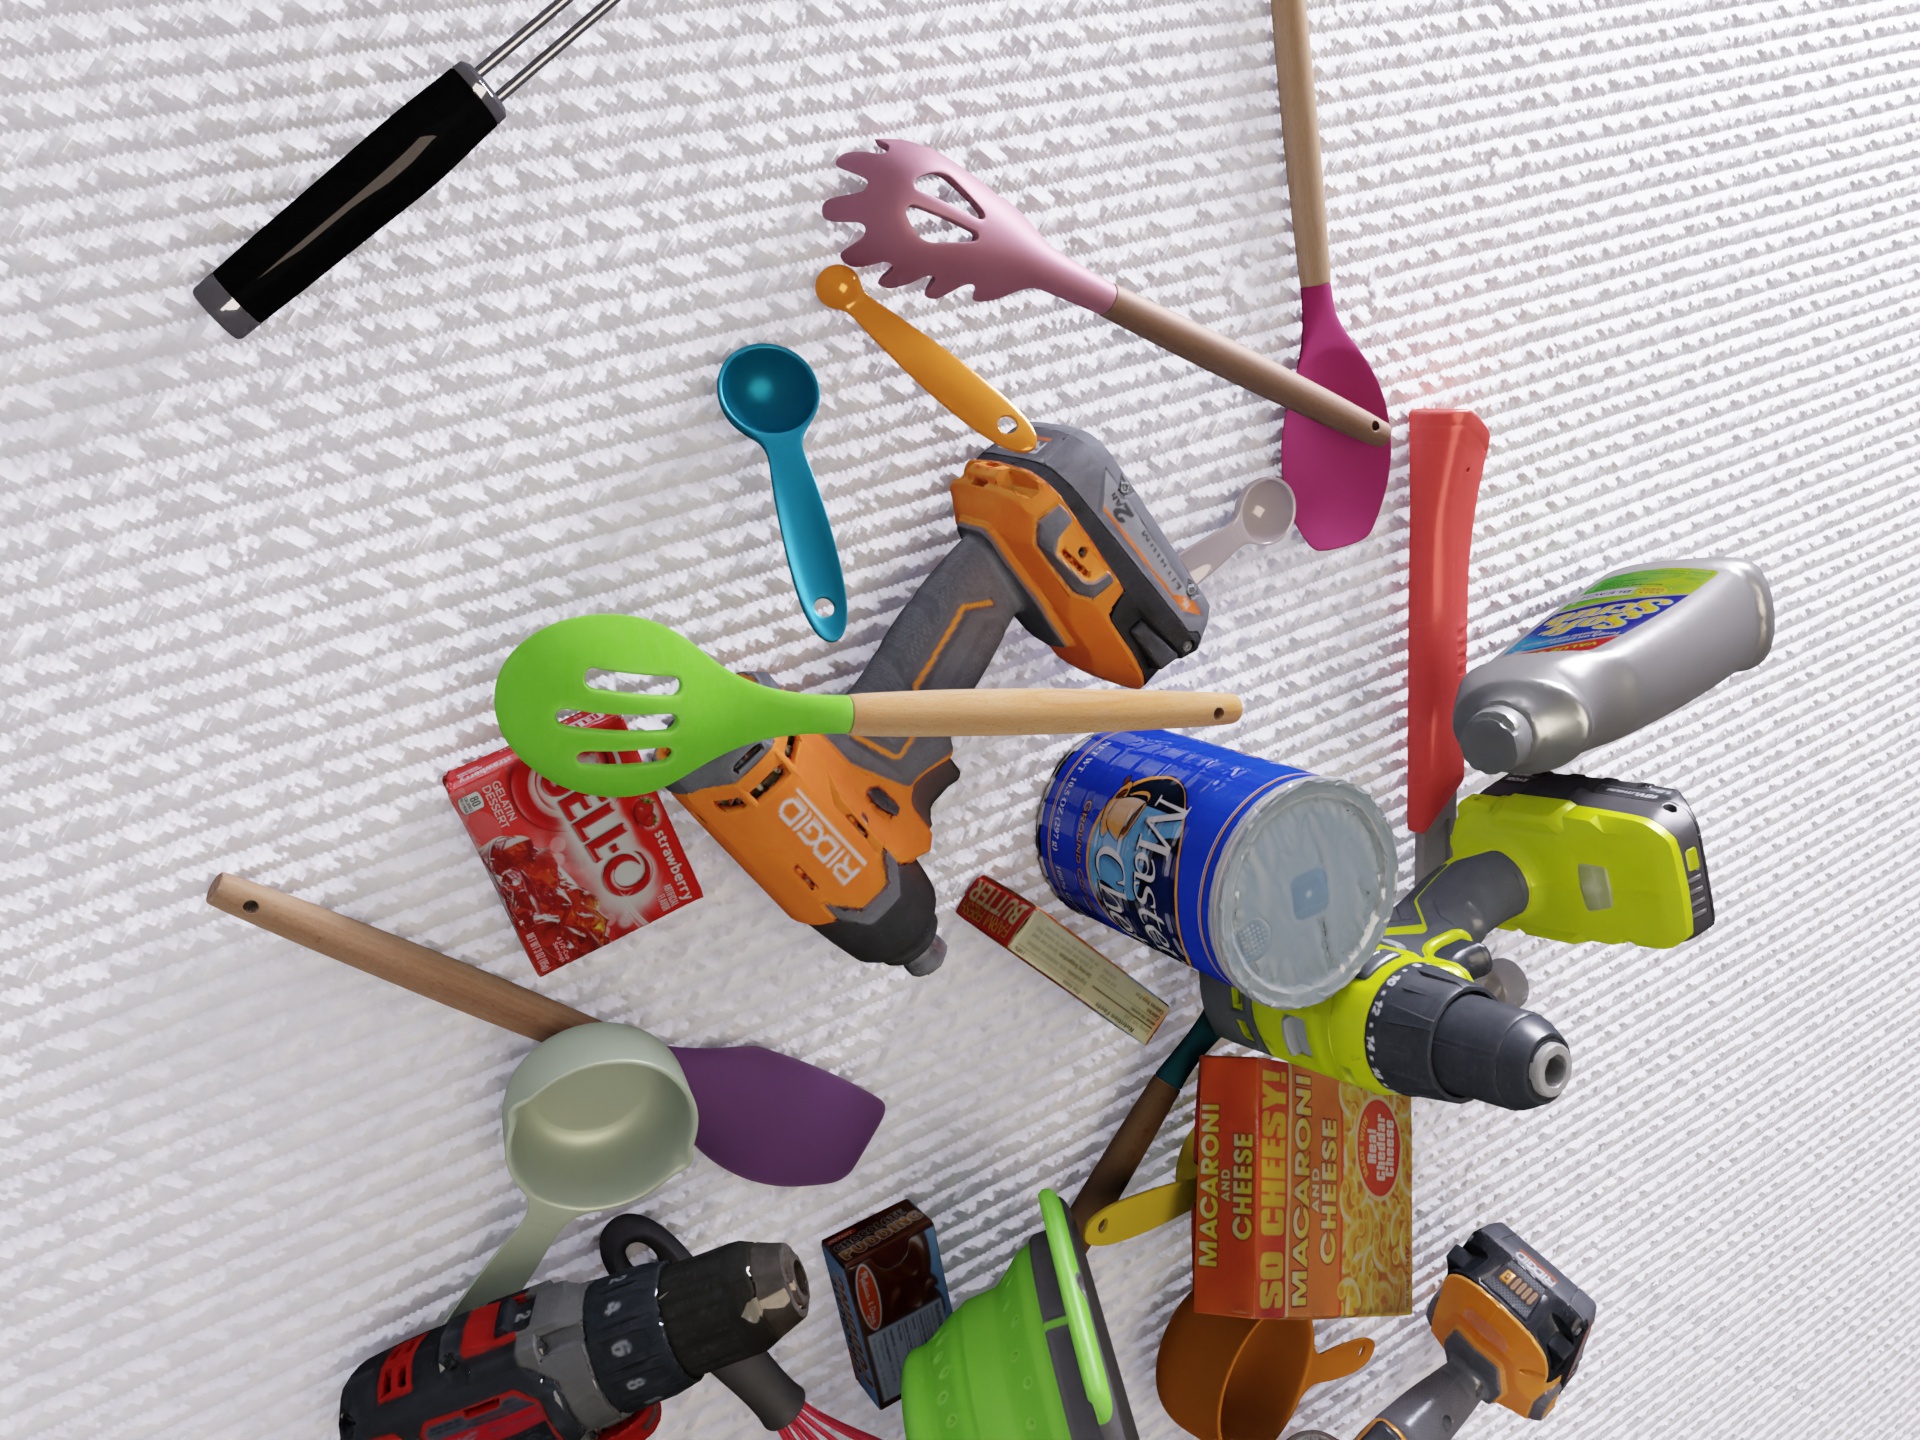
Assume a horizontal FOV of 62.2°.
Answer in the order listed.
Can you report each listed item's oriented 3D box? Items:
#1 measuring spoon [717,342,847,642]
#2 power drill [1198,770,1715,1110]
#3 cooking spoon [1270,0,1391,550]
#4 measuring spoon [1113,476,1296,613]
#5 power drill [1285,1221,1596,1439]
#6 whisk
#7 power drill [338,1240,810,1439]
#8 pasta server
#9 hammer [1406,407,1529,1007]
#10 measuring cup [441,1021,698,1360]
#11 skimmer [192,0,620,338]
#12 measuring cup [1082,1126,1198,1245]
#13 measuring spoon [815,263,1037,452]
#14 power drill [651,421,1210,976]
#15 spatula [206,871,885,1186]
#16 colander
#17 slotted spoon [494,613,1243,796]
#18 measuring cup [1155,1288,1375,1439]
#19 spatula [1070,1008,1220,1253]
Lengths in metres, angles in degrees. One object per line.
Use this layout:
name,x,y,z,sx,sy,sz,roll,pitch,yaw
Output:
measuring spoon,-0.069,-0.090,0.643,0.042,0.021,0.129,-12,80,-19
power drill,0.254,0.106,0.761,0.228,0.191,0.080,-25,106,-29
cooking spoon,0.172,-0.241,0.782,0.068,0.017,0.318,-16,108,-20
measuring spoon,0.114,-0.080,0.785,0.124,0.018,0.034,-36,116,-12
power drill,0.253,0.387,0.891,0.226,0.084,0.185,-36,141,-18
whisk,-0.070,0.330,0.733,0.073,0.073,0.295,-42,111,-17
power drill,-0.121,0.320,0.654,0.188,0.080,0.226,-21,111,3
pasta server,0.083,-0.183,0.729,0.316,0.040,0.060,16,91,-32
hammer,0.254,0.012,0.871,0.149,0.037,0.359,-11,106,-28
measuring cup,-0.173,0.193,0.656,0.083,0.038,0.167,27,106,-32
skimmer,-0.135,-0.270,0.589,0.363,0.090,0.127,-43,121,-5
measuring cup,0.104,0.237,0.808,0.156,0.029,0.062,-1,101,-47
measuring spoon,-0.014,-0.151,0.659,0.117,0.011,0.021,40,74,4
power drill,-0.001,-0.002,0.694,0.226,0.084,0.164,-44,119,-11
spatula,-0.159,0.132,0.661,0.315,0.018,0.060,32,88,-32
colander,0.050,0.388,0.752,0.094,0.205,0.396,-16,126,1
slotted spoon,-0.020,-0.005,0.626,0.313,0.031,0.070,0,109,-26
measuring cup,0.172,0.351,0.887,0.173,0.052,0.095,15,89,-48
spatula,0.088,0.205,0.821,0.082,0.044,0.317,33,87,-32
